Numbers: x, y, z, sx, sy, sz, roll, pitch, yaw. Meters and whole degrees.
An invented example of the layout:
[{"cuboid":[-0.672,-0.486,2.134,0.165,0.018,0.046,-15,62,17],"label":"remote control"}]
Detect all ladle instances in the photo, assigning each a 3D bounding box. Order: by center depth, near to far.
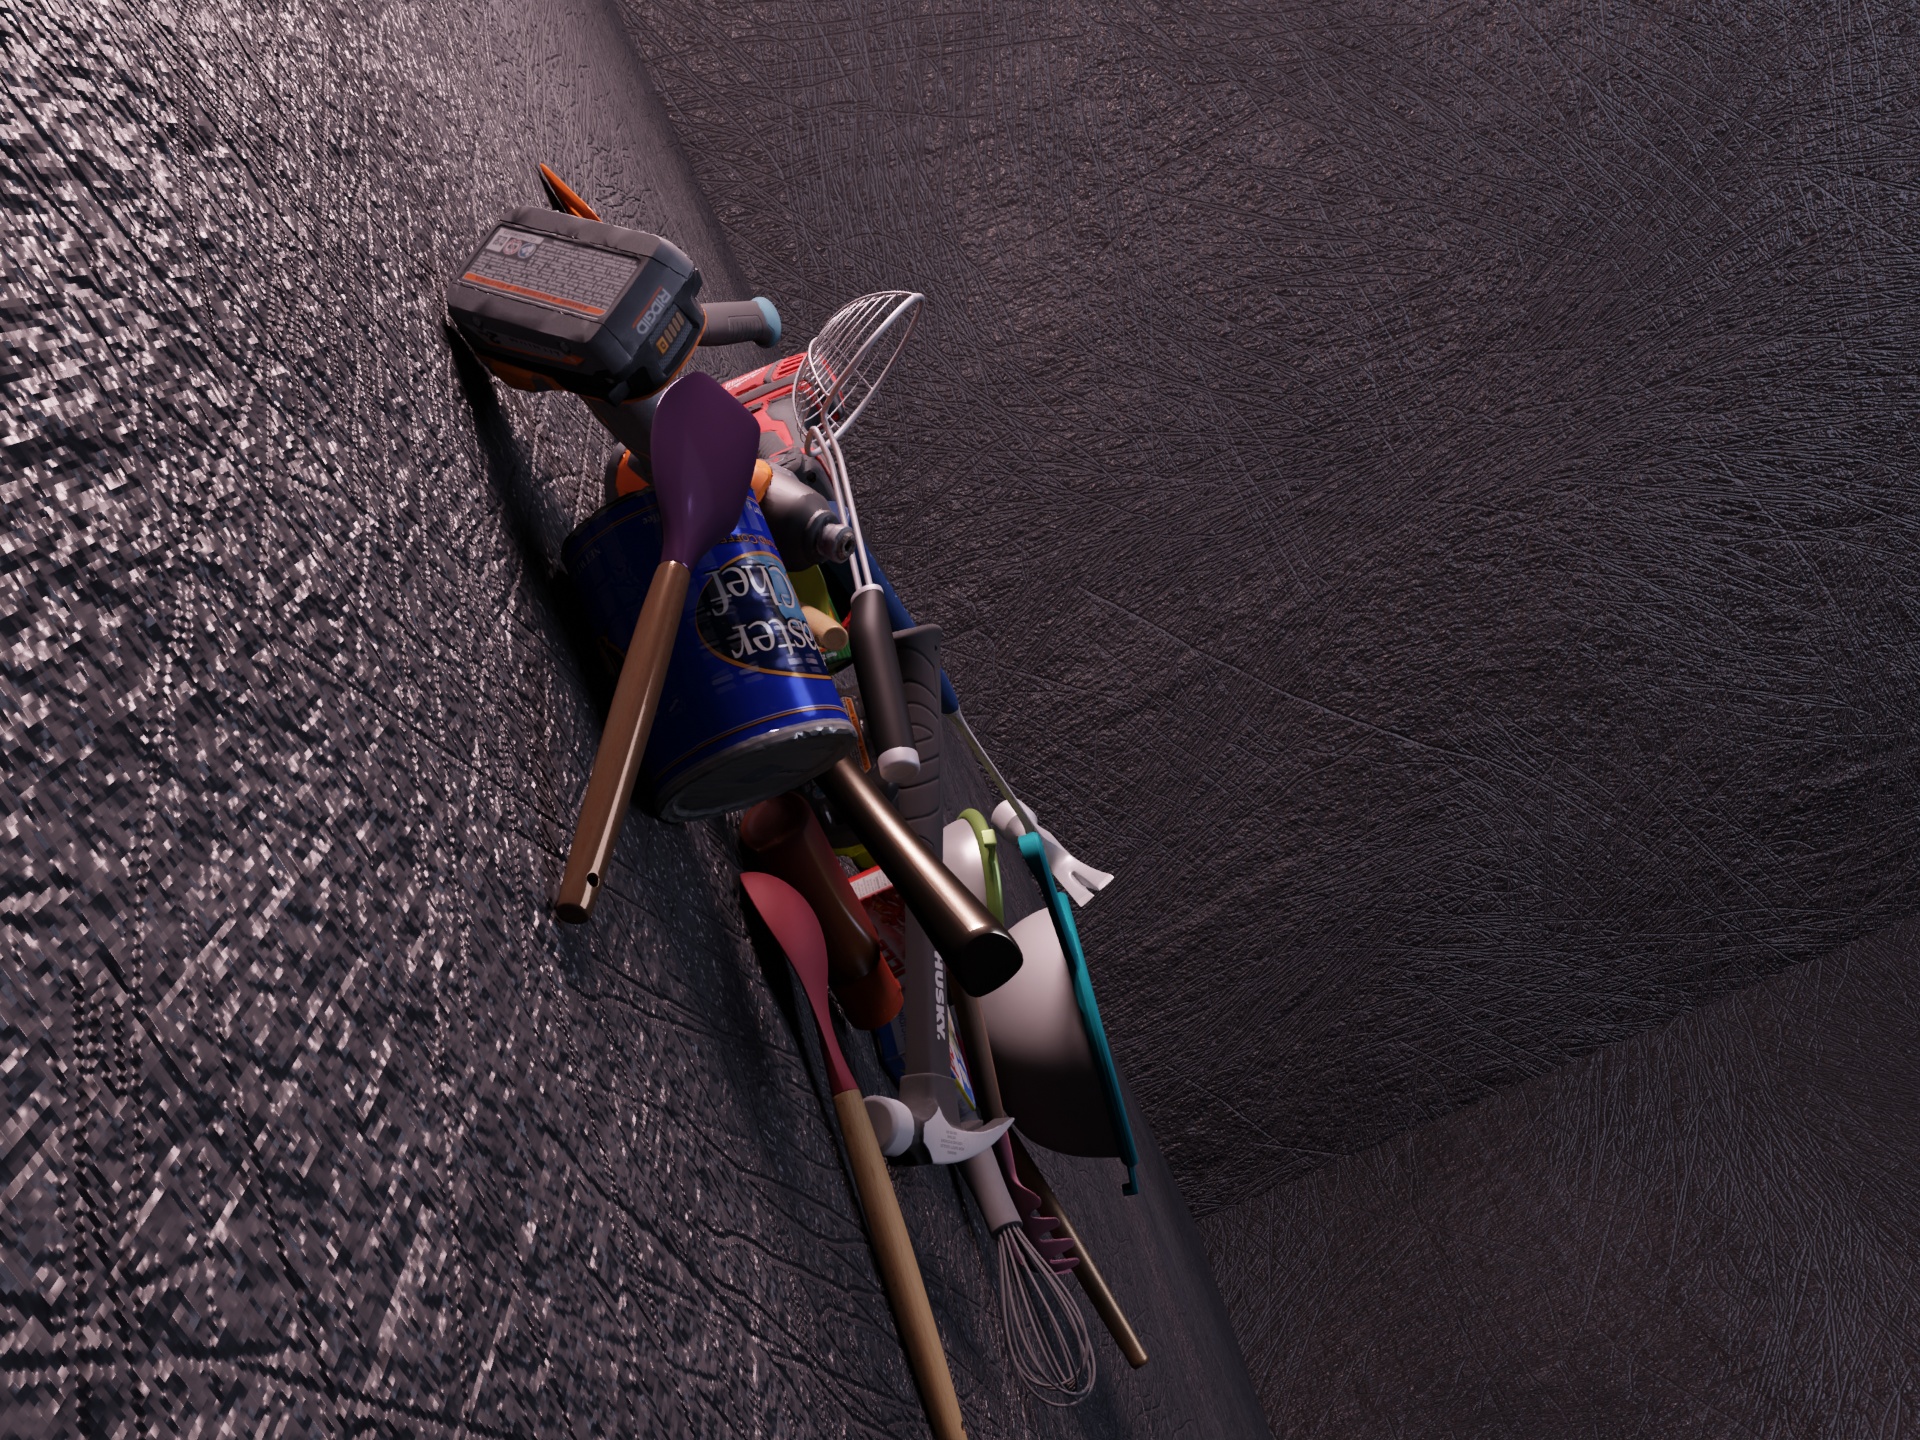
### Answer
[{"cuboid":[-0.052,0.216,0.812,0.069,0.031,0.316,59,9,-67],"label":"ladle"},{"cuboid":[-0.089,-0.069,0.937,0.078,0.062,0.320,63,-8,-14],"label":"ladle"}]

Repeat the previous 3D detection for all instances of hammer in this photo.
[{"cuboid":[-0.074,0.021,0.876,0.411,0.038,0.146,43,-16,56],"label":"hammer"},{"cuboid":[-0.020,0.096,0.954,0.146,0.035,0.335,35,48,-57],"label":"hammer"},{"cuboid":[-0.002,-0.004,1.170,0.144,0.035,0.405,40,-12,47],"label":"hammer"},{"cuboid":[-0.202,-0.298,1.207,0.128,0.033,0.331,65,18,-9],"label":"hammer"}]

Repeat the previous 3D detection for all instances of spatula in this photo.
[{"cuboid":[-0.129,-0.047,0.677,0.059,0.018,0.316,39,38,-32],"label":"spatula"},{"cuboid":[-0.259,-0.291,1.175,0.081,0.041,0.323,63,8,-57],"label":"spatula"}]

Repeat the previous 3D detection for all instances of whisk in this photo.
[{"cuboid":[0.027,0.337,1.052,0.239,0.055,0.055,62,0,40],"label":"whisk"}]

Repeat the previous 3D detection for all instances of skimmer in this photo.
[{"cuboid":[-0.040,-0.118,0.966,0.127,0.090,0.364,-53,-140,45],"label":"skimmer"}]

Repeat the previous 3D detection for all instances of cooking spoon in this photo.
[{"cuboid":[0.050,0.340,1.202,0.319,0.017,0.068,57,-8,24],"label":"cooking spoon"}]

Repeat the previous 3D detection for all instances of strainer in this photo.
[{"cuboid":[0.049,0.202,1.165,0.340,0.095,0.211,71,4,-46],"label":"strainer"},{"cuboid":[-0.027,0.140,1.372,0.256,0.069,0.151,-142,-129,-71],"label":"strainer"}]

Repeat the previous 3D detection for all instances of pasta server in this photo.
[{"cuboid":[0.025,0.257,1.116,0.060,0.040,0.316,14,-59,59],"label":"pasta server"}]

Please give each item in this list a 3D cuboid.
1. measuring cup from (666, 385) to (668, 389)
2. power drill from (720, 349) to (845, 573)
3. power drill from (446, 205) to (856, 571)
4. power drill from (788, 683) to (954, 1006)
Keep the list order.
[{"cuboid":[-0.245,-0.277,1.233,0.083,0.038,0.168,83,6,-55],"label":"measuring cup"},{"cuboid":[-0.154,-0.188,1.166,0.220,0.143,0.078,-99,166,-53],"label":"power drill"},{"cuboid":[-0.152,-0.160,0.852,0.164,0.084,0.226,21,-19,27],"label":"power drill"},{"cuboid":[-0.060,0.083,1.181,0.191,0.080,0.228,-109,177,-46],"label":"power drill"}]
